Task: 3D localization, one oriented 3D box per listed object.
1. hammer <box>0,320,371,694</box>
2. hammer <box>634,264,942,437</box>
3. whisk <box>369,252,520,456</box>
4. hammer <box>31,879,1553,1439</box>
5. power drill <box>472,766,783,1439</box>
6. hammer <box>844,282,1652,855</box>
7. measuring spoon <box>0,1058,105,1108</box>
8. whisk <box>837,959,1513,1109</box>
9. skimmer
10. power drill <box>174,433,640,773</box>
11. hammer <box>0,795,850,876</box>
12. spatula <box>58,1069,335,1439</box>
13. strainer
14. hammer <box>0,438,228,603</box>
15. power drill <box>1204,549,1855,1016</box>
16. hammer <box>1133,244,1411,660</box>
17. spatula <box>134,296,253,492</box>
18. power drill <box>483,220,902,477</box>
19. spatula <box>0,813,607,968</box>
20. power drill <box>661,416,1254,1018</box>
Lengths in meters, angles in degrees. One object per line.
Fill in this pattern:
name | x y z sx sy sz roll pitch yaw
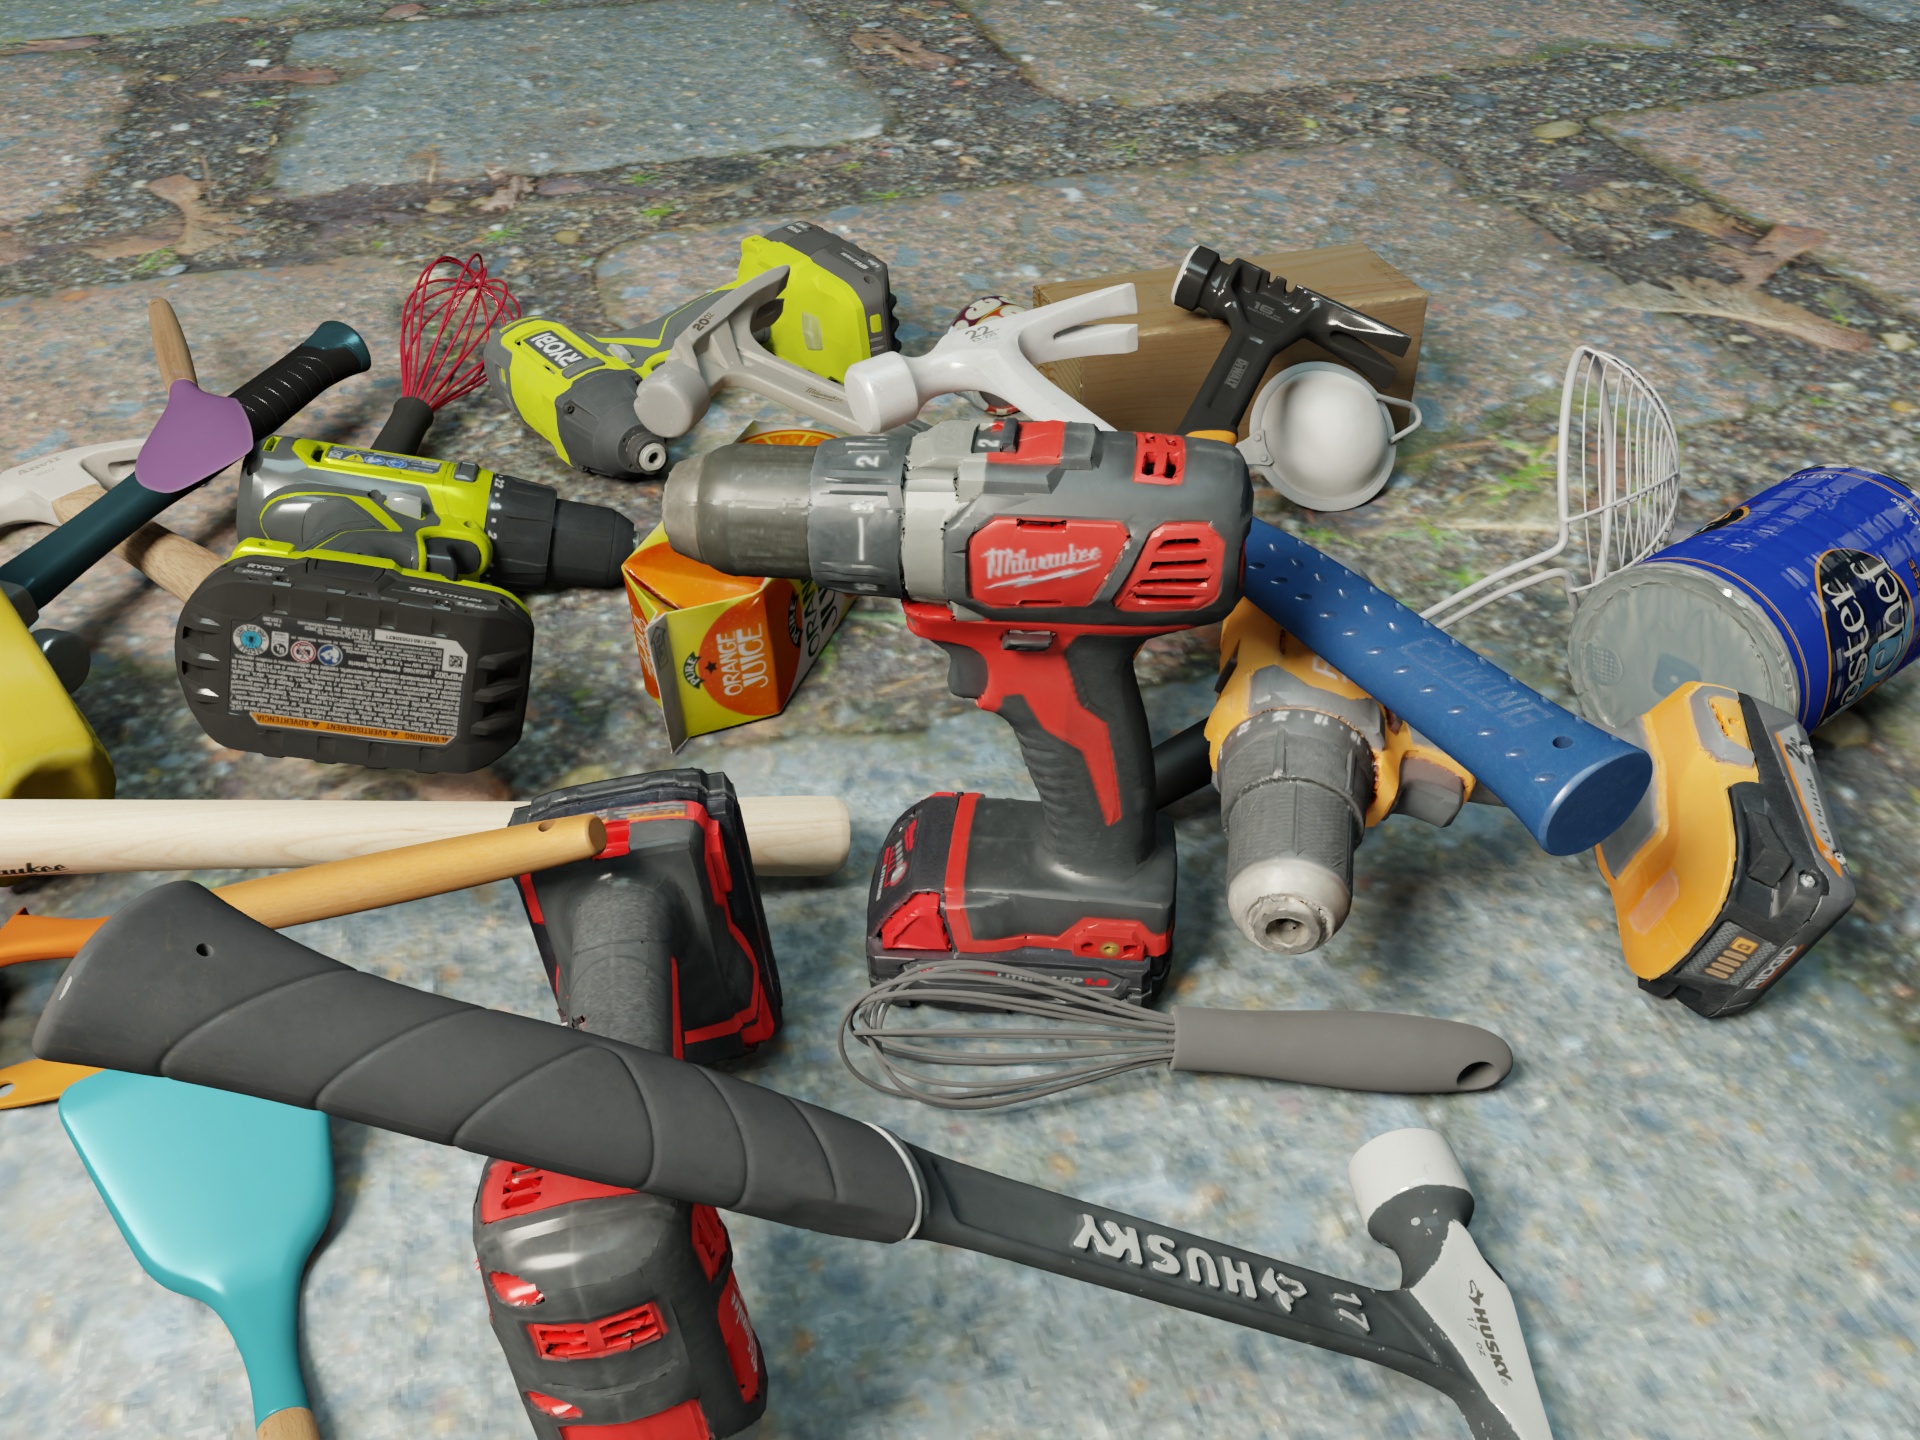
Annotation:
hammer | -0.416 -0.128 0.837 0.128 0.033 0.331 11 41 13
hammer | 0.030 -0.120 0.783 0.359 0.036 0.149 25 42 6
whisk | -0.322 -0.194 0.953 0.073 0.073 0.296 0 43 2
hammer | -0.003 0.123 0.391 0.408 0.036 0.149 23 33 -25
power drill | -0.095 0.125 0.484 0.078 0.143 0.220 -10 32 -3
hammer | 0.101 -0.080 0.616 0.144 0.035 0.406 -24 40 -17
measuring spoon | -0.305 0.128 0.582 0.117 0.011 0.021 -10 39 -5
whisk | 0.076 0.115 0.561 0.239 0.055 0.055 3 38 -1
skimmer | 0.182 -0.049 0.718 0.363 0.127 0.090 -29 35 -10
power drill | -0.247 -0.064 0.736 0.190 0.080 0.229 8 25 -14
hammer | -0.240 0.040 0.573 0.410 0.146 0.038 1 77 -18
spatula | -0.188 0.213 0.442 0.082 0.044 0.318 -16 42 -24
strainer | 0.139 -0.141 0.871 0.258 0.050 0.087 -16 84 -4
hammer | -0.396 -0.077 0.826 0.331 0.031 0.130 26 46 29
power drill | 0.198 0.034 0.584 0.226 0.084 0.185 19 42 -1
hammer | 0.114 -0.113 0.748 0.127 0.034 0.337 25 50 7
spatula | -0.427 -0.185 0.866 0.060 0.018 0.316 -31 38 -11
power drill | -0.154 -0.220 0.967 0.223 0.080 0.171 -29 45 -25
spatula | -0.254 0.074 0.533 0.322 0.041 0.081 -13 32 19
power drill | -0.001 -0.002 0.560 0.188 0.226 0.080 3 38 5
